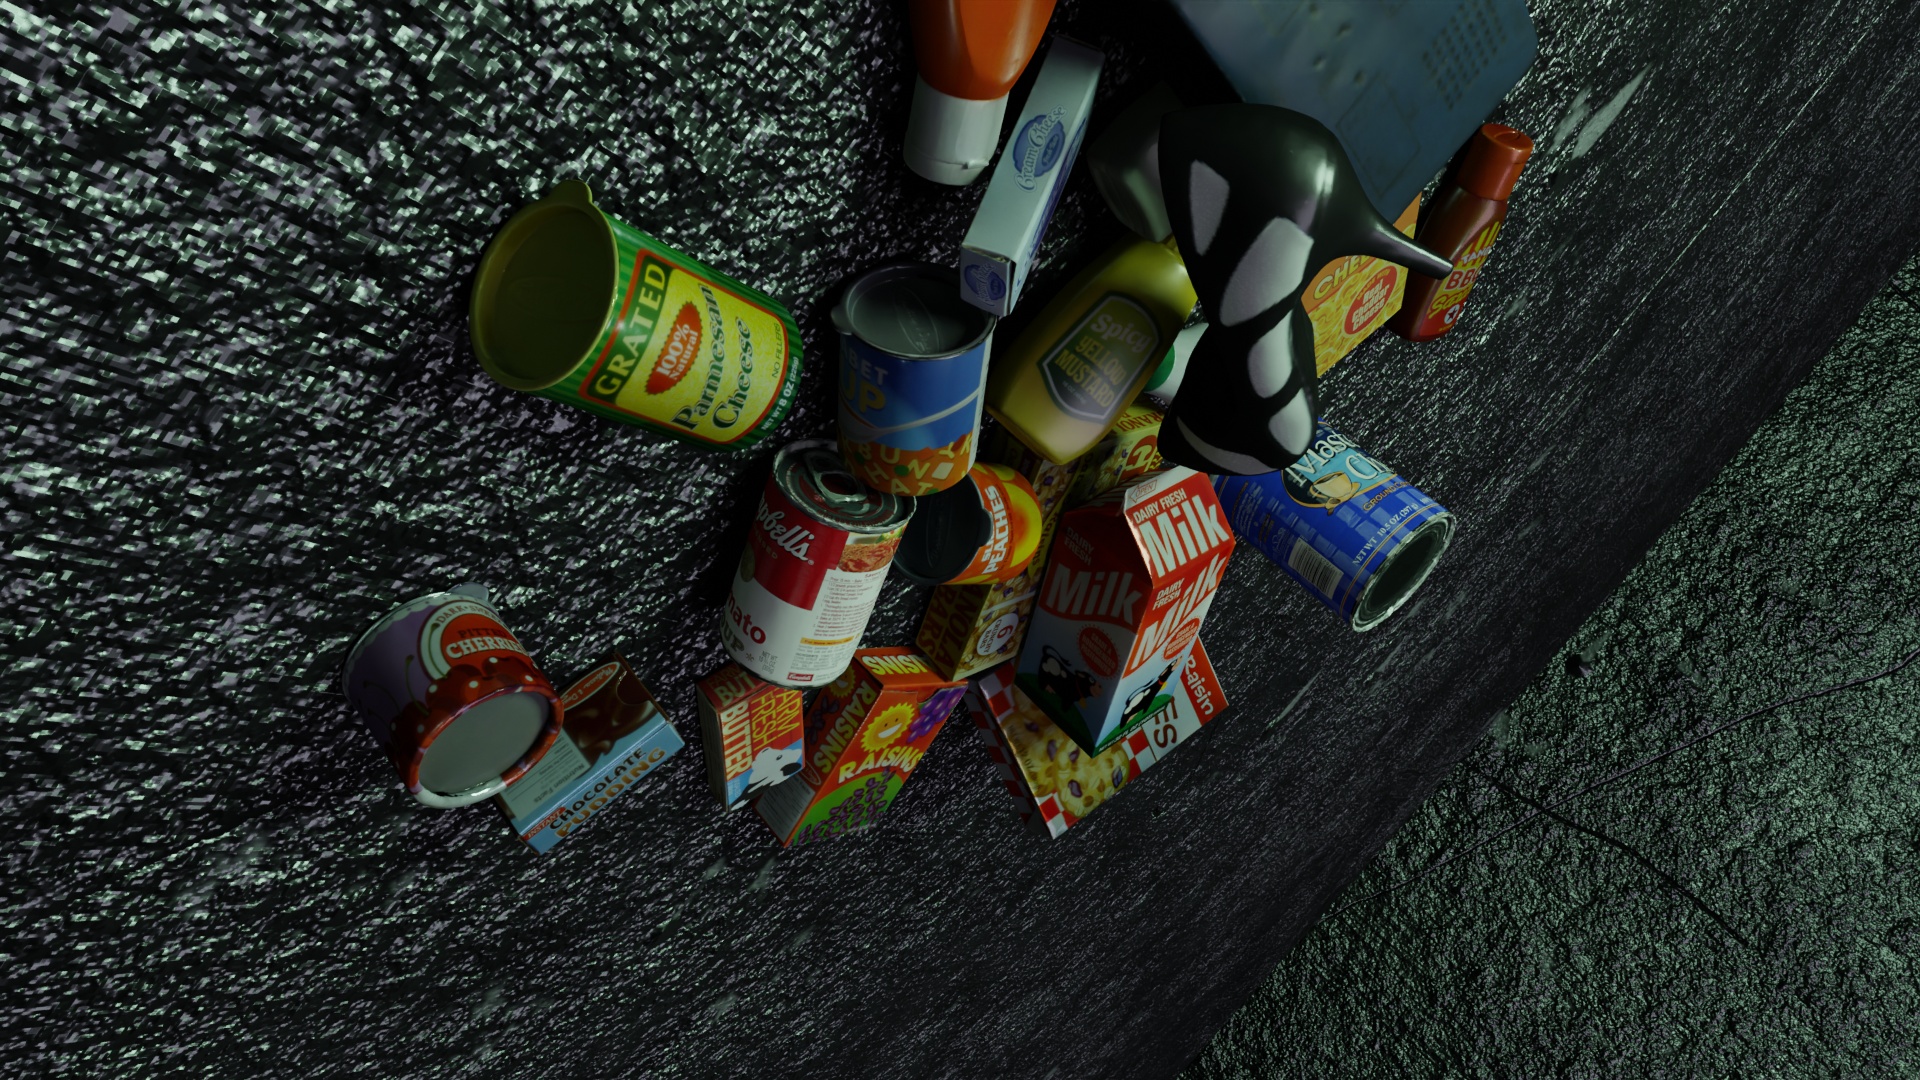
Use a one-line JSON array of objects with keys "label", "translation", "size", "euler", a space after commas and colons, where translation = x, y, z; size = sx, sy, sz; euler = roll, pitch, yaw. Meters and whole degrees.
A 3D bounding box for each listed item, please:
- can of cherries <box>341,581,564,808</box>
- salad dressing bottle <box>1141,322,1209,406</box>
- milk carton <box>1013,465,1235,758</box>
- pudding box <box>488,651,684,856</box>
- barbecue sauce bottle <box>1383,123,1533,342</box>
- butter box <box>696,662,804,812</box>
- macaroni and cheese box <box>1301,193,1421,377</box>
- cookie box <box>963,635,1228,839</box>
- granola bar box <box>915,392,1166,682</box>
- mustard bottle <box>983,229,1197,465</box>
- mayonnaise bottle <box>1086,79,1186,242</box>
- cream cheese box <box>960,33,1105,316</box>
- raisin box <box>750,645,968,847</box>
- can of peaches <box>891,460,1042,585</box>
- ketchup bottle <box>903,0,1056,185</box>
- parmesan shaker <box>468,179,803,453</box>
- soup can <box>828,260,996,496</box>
[{"label": "can of cherries", "translation": [-0.199, 0.061, 0.551], "size": [0.072, 0.058, 0.071], "euler": [-33, 149, -23]}, {"label": "salad dressing bottle", "translation": [0.129, -0.098, 0.794], "size": [0.044, 0.064, 0.148], "euler": [-20, 164, 41]}, {"label": "milk carton", "translation": [0.097, 0.031, 0.807], "size": [0.072, 0.073, 0.189], "euler": [-25, 145, -35]}, {"label": "pudding box", "translation": [-0.175, 0.097, 0.638], "size": [0.084, 0.050, 0.030], "euler": [-38, 152, -15]}, {"label": "barbecue sauce bottle", "translation": [0.340, -0.209, 0.947], "size": [0.065, 0.044, 0.147], "euler": [-23, 143, -35]}, {"label": "butter box", "translation": [-0.113, 0.102, 0.754], "size": [0.053, 0.024, 0.103], "euler": [-29, 147, -28]}, {"label": "macaroni and cheese box", "translation": [0.224, -0.171, 0.843], "size": [0.124, 0.040, 0.165], "euler": [-39, 151, -15]}, {"label": "cookie box", "translation": [0.091, 0.101, 0.939], "size": [0.168, 0.040, 0.122], "euler": [-32, 106, -25]}, {"label": "granola bar box", "translation": [0.050, -0.004, 0.821], "size": [0.125, 0.039, 0.164], "euler": [-18, 140, -43]}, {"label": "mustard bottle", "translation": [0.080, -0.114, 0.701], "size": [0.065, 0.049, 0.160], "euler": [39, 91, -19]}, {"label": "mayonnaise bottle", "translation": [0.126, -0.214, 0.660], "size": [0.148, 0.041, 0.064], "euler": [-47, 147, -2]}, {"label": "cream cheese box", "translation": [0.029, -0.149, 0.572], "size": [0.053, 0.024, 0.104], "euler": [94, 18, -75]}, {"label": "raisin box", "translation": [-0.060, 0.122, 0.834], "size": [0.086, 0.040, 0.123], "euler": [5, 122, -54]}, {"label": "can of peaches", "translation": [0.003, -0.009, 0.720], "size": [0.058, 0.071, 0.071], "euler": [3, 124, -56]}, {"label": "ketchup bottle", "translation": [0.009, -0.204, 0.511], "size": [0.065, 0.044, 0.148], "euler": [-18, 141, -32]}, {"label": "parmesan shaker", "translation": [-0.110, -0.075, 0.493], "size": [0.071, 0.071, 0.103], "euler": [-53, 151, 11]}, {"label": "soup can", "translation": [-0.024, -0.070, 0.615], "size": [0.071, 0.071, 0.083], "euler": [-29, 147, -29]}]
